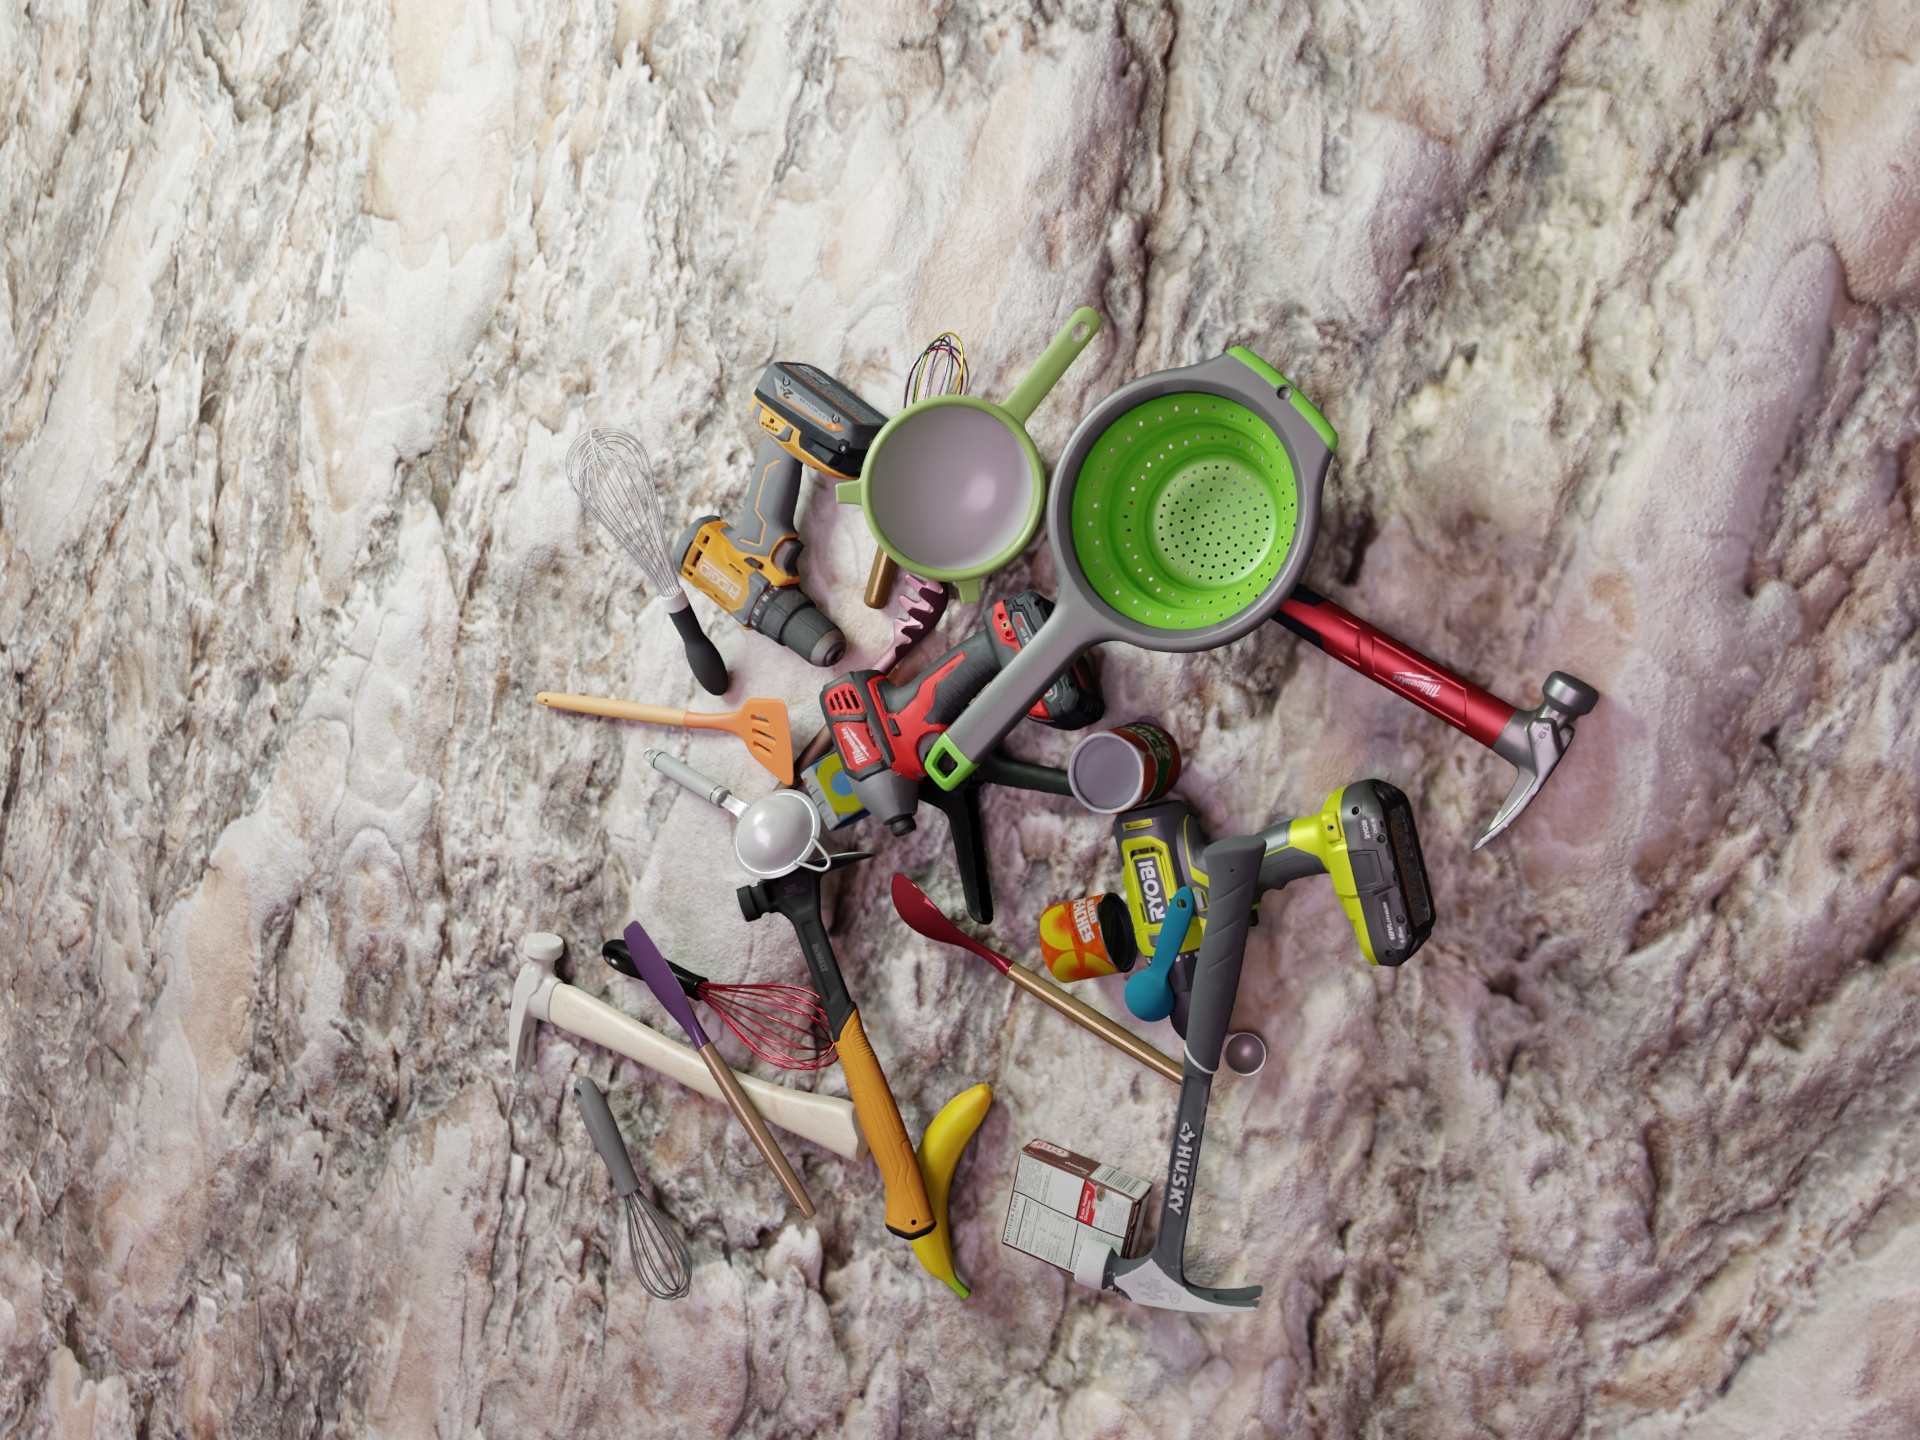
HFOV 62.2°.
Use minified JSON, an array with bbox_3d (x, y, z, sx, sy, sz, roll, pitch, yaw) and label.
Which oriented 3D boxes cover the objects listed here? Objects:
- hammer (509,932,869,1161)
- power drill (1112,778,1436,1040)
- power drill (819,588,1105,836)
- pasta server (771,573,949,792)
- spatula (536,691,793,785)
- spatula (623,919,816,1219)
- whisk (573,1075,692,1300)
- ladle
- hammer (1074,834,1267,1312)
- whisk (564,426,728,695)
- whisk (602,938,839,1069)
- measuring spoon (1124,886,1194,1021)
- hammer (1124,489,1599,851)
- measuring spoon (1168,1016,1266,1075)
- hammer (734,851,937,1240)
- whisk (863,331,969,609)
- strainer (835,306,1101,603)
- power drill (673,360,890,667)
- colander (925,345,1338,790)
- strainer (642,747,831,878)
[{"bbox_3d":[-0.268,0.339,1.528,0.411,0.038,0.146,18,104,25],"label":"hammer"},{"bbox_3d":[0.238,0.145,1.225,0.228,0.080,0.190,-14,88,30],"label":"power drill"},{"bbox_3d":[-0.002,-0.004,1.305,0.219,0.078,0.143,-26,74,17],"label":"power drill"},{"bbox_3d":[-0.103,-0.016,1.407,0.040,0.060,0.316,30,117,-21],"label":"pasta server"},{"bbox_3d":[-0.281,-0.002,1.498,0.323,0.041,0.081,7,111,28],"label":"spatula"},{"bbox_3d":[-0.224,0.323,1.469,0.316,0.018,0.059,56,141,6],"label":"spatula"},{"bbox_3d":[-0.323,0.456,1.549,0.055,0.055,0.239,-23,91,27],"label":"whisk"},{"bbox_3d":[0.065,0.223,1.342,0.315,0.069,0.031,30,68,16],"label":"ladle"},{"bbox_3d":[0.187,0.279,1.223,0.149,0.036,0.408,12,108,16],"label":"hammer"},{"bbox_3d":[-0.264,-0.134,1.401,0.070,0.070,0.284,-1,130,27],"label":"whisk"},{"bbox_3d":[-0.229,0.259,1.490,0.296,0.073,0.073,16,102,31],"label":"whisk"},{"bbox_3d":[0.154,0.183,1.226,0.042,0.021,0.128,29,123,25],"label":"measuring spoon"},{"bbox_3d":[0.271,-0.059,1.209,0.386,0.038,0.143,34,111,21],"label":"hammer"},{"bbox_3d":[0.196,0.246,1.293,0.124,0.018,0.034,32,94,28],"label":"measuring spoon"},{"bbox_3d":[-0.085,0.284,1.388,0.127,0.034,0.337,-20,82,-1],"label":"hammer"},{"bbox_3d":[-0.042,-0.210,1.354,0.047,0.051,0.245,22,108,18],"label":"whisk"},{"bbox_3d":[0.023,-0.234,1.304,0.151,0.069,0.256,38,95,-15],"label":"strainer"},{"bbox_3d":[-0.140,-0.173,1.388,0.185,0.084,0.226,39,115,19],"label":"power drill"},{"bbox_3d":[0.122,-0.093,1.200,0.397,0.094,0.205,-48,71,19],"label":"colander"},{"bbox_3d":[-0.215,0.073,1.448,0.259,0.050,0.087,25,74,39],"label":"strainer"}]
